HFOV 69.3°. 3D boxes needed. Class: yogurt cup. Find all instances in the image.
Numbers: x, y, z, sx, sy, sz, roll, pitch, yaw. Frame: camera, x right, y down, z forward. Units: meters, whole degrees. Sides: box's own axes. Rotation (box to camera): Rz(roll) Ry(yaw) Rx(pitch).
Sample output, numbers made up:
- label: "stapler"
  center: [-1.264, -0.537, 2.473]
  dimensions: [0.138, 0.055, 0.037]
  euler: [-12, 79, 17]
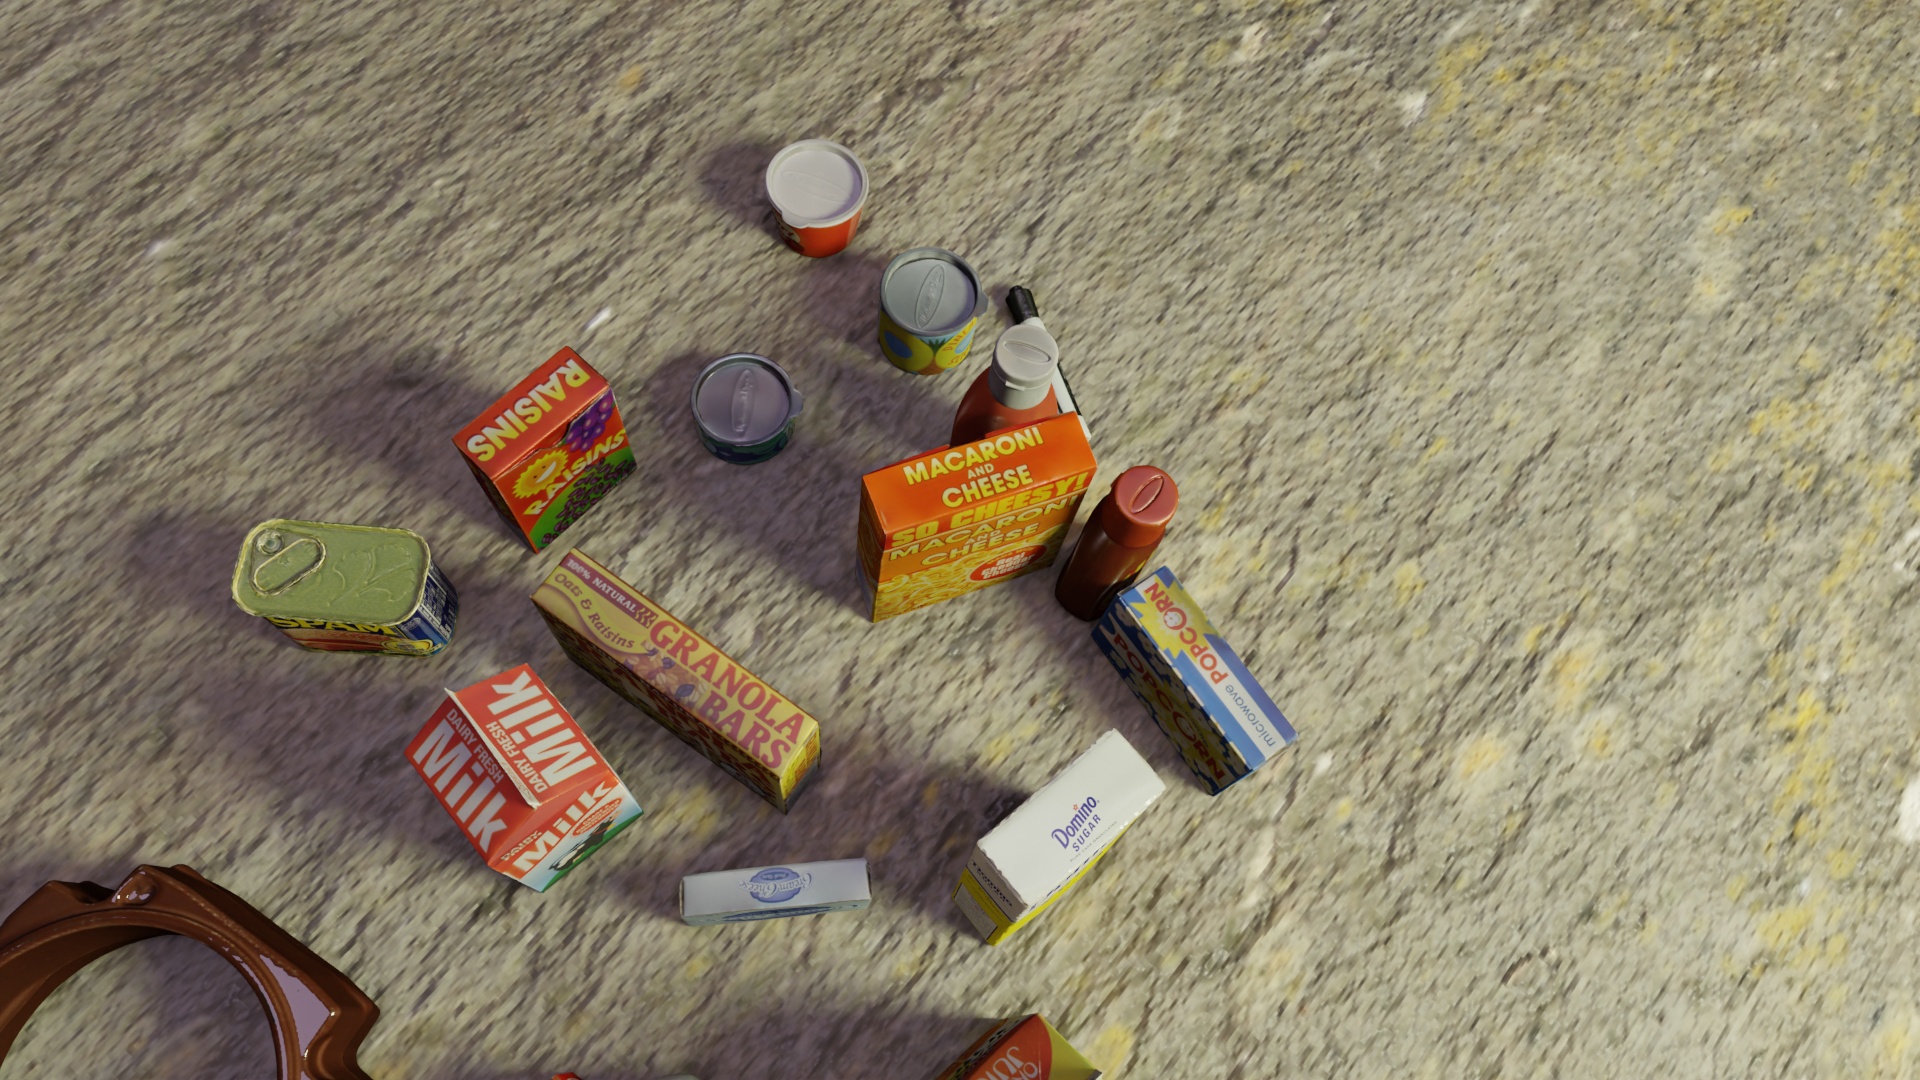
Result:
- label: "yogurt cup"
  center: [-0.097, -0.228, 0.937]
  dimensions: [0.072, 0.053, 0.072]
  euler: [2, 70, -5]

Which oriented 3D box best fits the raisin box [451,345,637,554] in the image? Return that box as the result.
- label: "raisin box"
  center: [-0.241, -0.050, 0.819]
  dimensions: [0.040, 0.123, 0.086]
  euler: [43, 72, 10]

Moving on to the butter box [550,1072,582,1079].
- label: "butter box"
  center: [-0.231, 0.326, 0.716]
  dimensions: [0.024, 0.053, 0.104]
  euler: [35, 70, 7]

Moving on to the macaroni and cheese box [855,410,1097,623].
- label: "macaroni and cheese box"
  center: [0.003, -0.010, 0.805]
  dimensions: [0.124, 0.166, 0.040]
  euler: [-18, 73, -12]

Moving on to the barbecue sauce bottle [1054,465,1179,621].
- label: "barbecue sauce bottle"
  center: [0.094, 0.000, 0.820]
  dimensions: [0.044, 0.148, 0.065]
  euler: [40, 71, 9]

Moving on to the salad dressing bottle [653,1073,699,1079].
- label: "salad dressing bottle"
  center: [-0.144, 0.298, 0.685]
  dimensions: [0.044, 0.147, 0.064]
  euler: [-6, 71, -8]

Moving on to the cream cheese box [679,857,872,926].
- label: "cream cheese box"
  center: [-0.102, 0.197, 0.777]
  dimensions: [0.104, 0.053, 0.024]
  euler: [-4, 70, -7]

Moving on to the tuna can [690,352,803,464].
- label: "tuna can"
  center: [-0.136, -0.084, 0.890]
  dimensions: [0.071, 0.032, 0.071]
  euler: [2, 69, -5]

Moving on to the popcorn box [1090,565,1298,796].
- label: "popcorn box"
  center: [0.136, 0.085, 0.826]
  dimensions: [0.038, 0.085, 0.127]
  euler: [-32, 76, -16]

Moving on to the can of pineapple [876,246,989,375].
- label: "can of pineapple"
  center: [-0.020, -0.149, 0.913]
  dimensions: [0.071, 0.057, 0.071]
  euler: [2, 70, -5]

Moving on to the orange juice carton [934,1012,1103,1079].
- label: "orange juice carton"
  center: [0.028, 0.285, 0.682]
  dimensions: [0.072, 0.192, 0.073]
  euler: [-38, 78, -17]

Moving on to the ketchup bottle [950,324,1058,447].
- label: "ketchup bottle"
  center: [0.030, -0.079, 0.843]
  dimensions: [0.065, 0.148, 0.044]
  euler: [20, 69, 2]

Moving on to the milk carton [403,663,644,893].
- label: "milk carton"
  center: [-0.224, 0.124, 0.719]
  dimensions: [0.074, 0.190, 0.072]
  euler: [-38, 78, -17]

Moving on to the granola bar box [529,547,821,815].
- label: "granola bar box"
  center: [-0.154, 0.082, 0.777]
  dimensions: [0.166, 0.123, 0.039]
  euler: [34, 71, 7]
